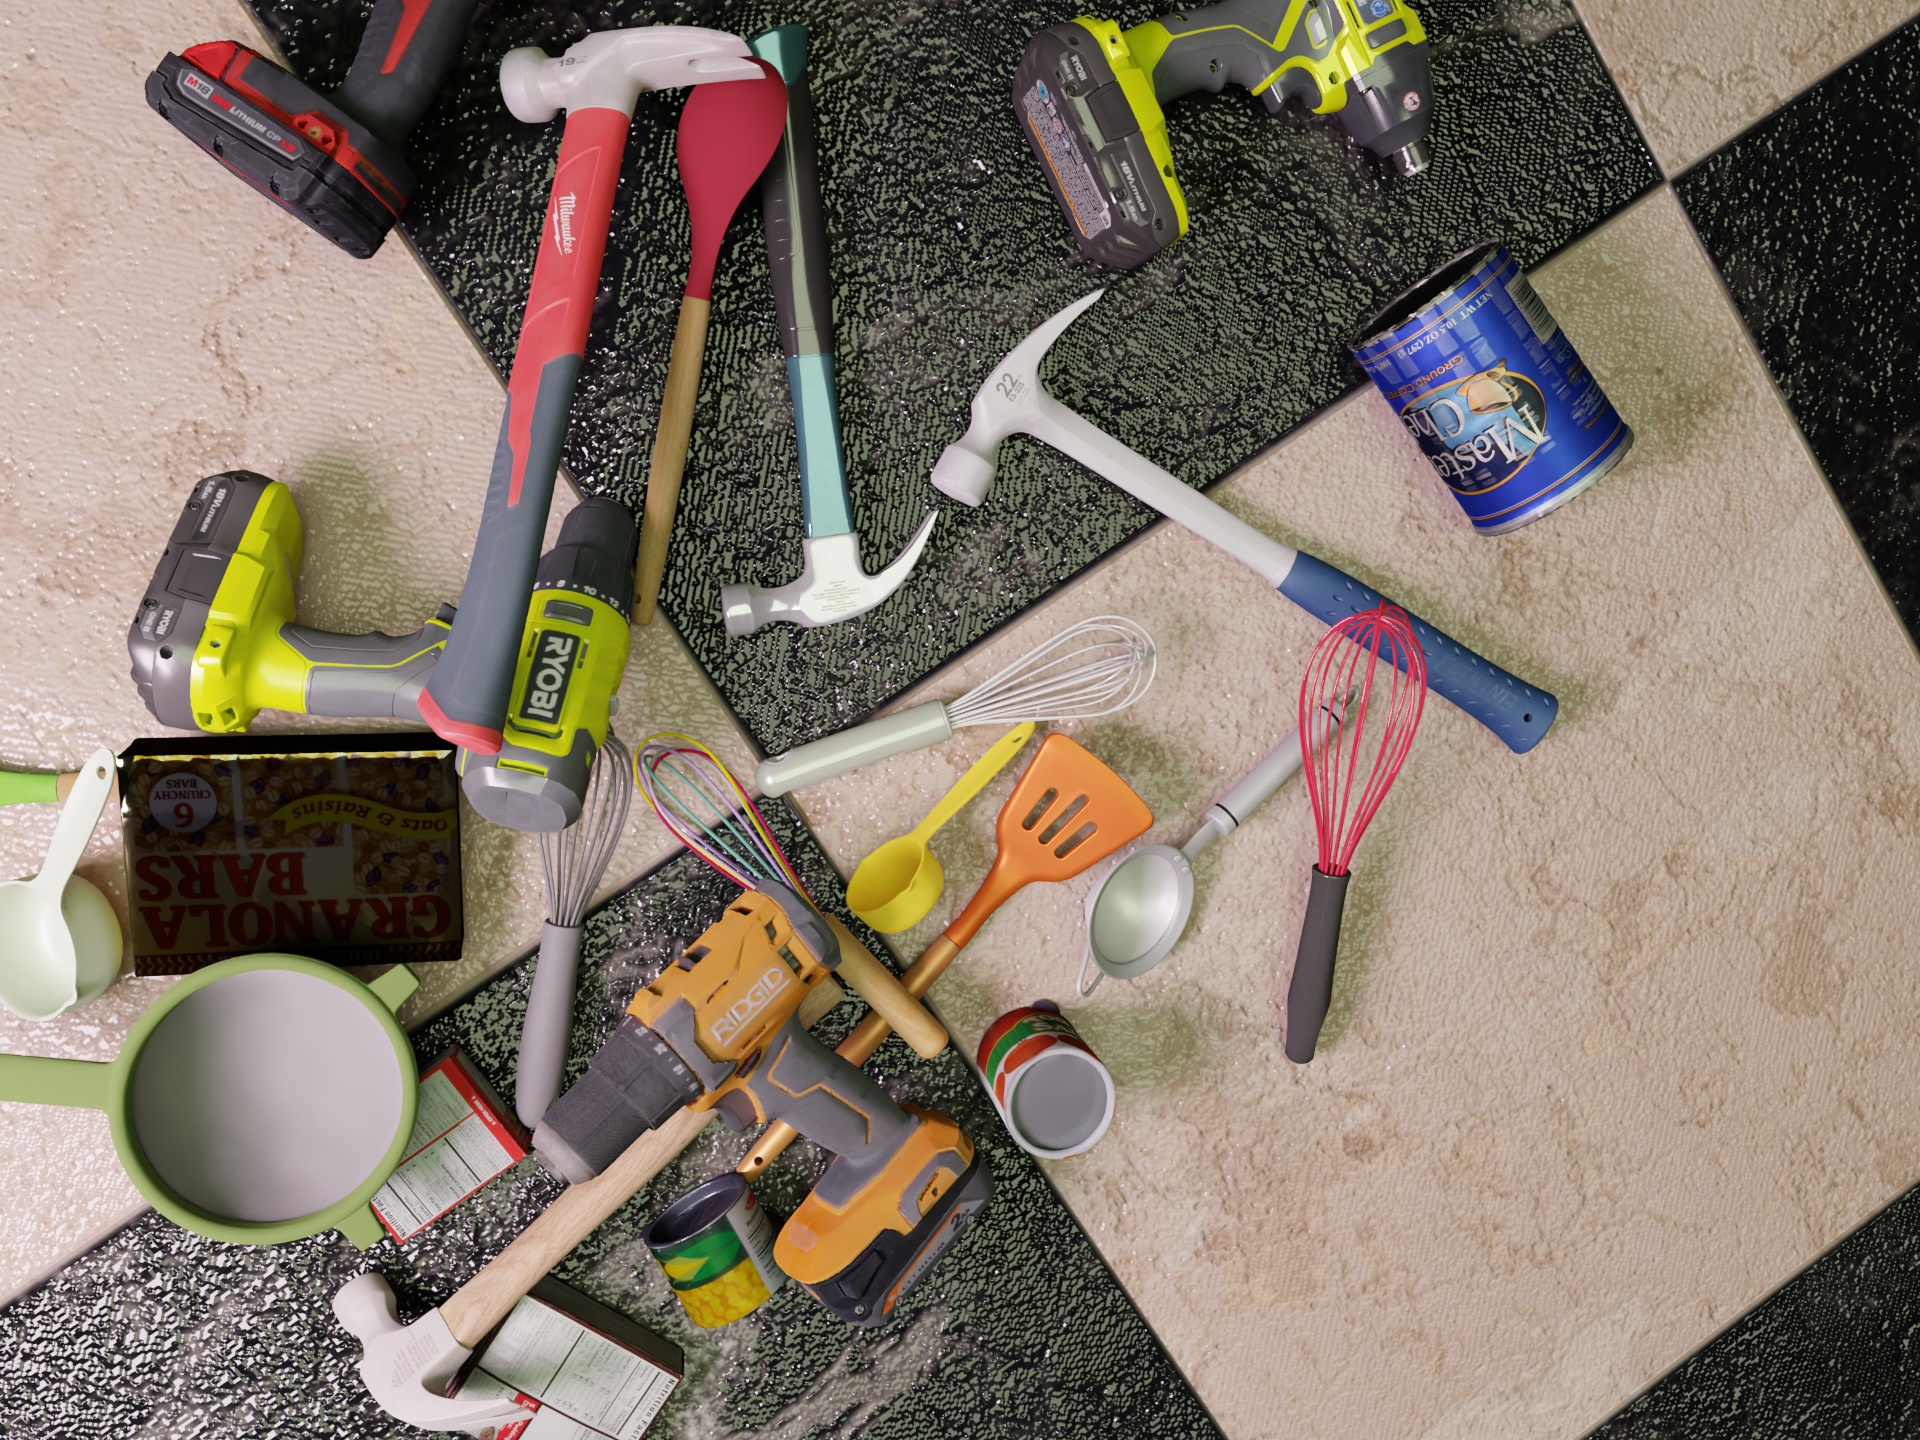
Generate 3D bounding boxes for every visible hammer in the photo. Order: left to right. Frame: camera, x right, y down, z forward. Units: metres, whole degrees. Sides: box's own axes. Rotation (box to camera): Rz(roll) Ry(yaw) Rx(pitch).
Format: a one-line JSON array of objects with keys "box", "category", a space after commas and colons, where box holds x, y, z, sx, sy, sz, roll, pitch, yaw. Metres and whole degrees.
[{"box": [-0.194, -0.172, 0.794, 0.143, 0.038, 0.386, 2, 75, 18], "category": "hammer"}, {"box": [-0.194, 0.259, 0.895, 0.331, 0.130, 0.031, -43, 143, -11], "category": "hammer"}, {"box": [-0.088, -0.219, 0.896, 0.128, 0.033, 0.331, -7, 96, -8], "category": "hammer"}, {"box": [0.189, -0.102, 0.952, 0.405, 0.035, 0.144, 30, 90, -11], "category": "hammer"}]

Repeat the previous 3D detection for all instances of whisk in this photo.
[{"box": [-0.223, 0.117, 0.895, 0.055, 0.055, 0.239, 9, 97, -10], "category": "whisk"}, {"box": [-0.094, 0.100, 0.903, 0.047, 0.051, 0.245, -44, 94, -6], "category": "whisk"}, {"box": [-0.001, -0.003, 0.924, 0.246, 0.058, 0.059, -19, 106, -3], "category": "whisk"}, {"box": [0.224, 0.071, 0.946, 0.073, 0.073, 0.295, 3, 107, -10], "category": "whisk"}]

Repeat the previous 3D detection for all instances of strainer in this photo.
[{"box": [-0.415, 0.188, 0.839, 0.256, 0.069, 0.151, 7, 89, -11], "category": "strainer"}, {"box": [0.151, 0.066, 0.958, 0.258, 0.050, 0.086, -42, 129, -10], "category": "strainer"}]

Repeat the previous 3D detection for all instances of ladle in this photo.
[{"box": [-0.150, -0.206, 0.876, 0.069, 0.031, 0.315, 18, 102, 28], "category": "ladle"}]

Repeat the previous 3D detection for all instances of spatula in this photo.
[{"box": [-0.021, 0.148, 0.934, 0.081, 0.041, 0.322, 42, 88, -3], "category": "spatula"}]

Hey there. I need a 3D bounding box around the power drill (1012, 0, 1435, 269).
[{"box": [0.159, -0.358, 0.907, 0.223, 0.080, 0.171, -29, 99, -9], "category": "power drill"}]

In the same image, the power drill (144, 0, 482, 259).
[{"box": [-0.310, -0.376, 0.814, 0.188, 0.080, 0.227, 35, 88, 9], "category": "power drill"}]

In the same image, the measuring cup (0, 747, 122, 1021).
[{"box": [-0.457, 0.081, 0.828, 0.083, 0.038, 0.167, 36, 109, 14], "category": "measuring cup"}]

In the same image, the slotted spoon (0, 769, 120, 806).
[{"box": [-0.457, 0.034, 0.858, 0.313, 0.031, 0.070, -1, 98, -11], "category": "slotted spoon"}]

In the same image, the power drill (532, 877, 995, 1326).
[{"box": [-0.103, 0.224, 0.852, 0.185, 0.084, 0.226, -44, 115, -23], "category": "power drill"}]

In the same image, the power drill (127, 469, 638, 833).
[{"box": [-0.287, -0.053, 0.834, 0.228, 0.080, 0.191, 12, 60, -7], "category": "power drill"}]

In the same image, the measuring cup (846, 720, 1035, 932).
[{"box": [-0.003, 0.062, 0.932, 0.156, 0.062, 0.029, -46, 118, -15], "category": "measuring cup"}]
